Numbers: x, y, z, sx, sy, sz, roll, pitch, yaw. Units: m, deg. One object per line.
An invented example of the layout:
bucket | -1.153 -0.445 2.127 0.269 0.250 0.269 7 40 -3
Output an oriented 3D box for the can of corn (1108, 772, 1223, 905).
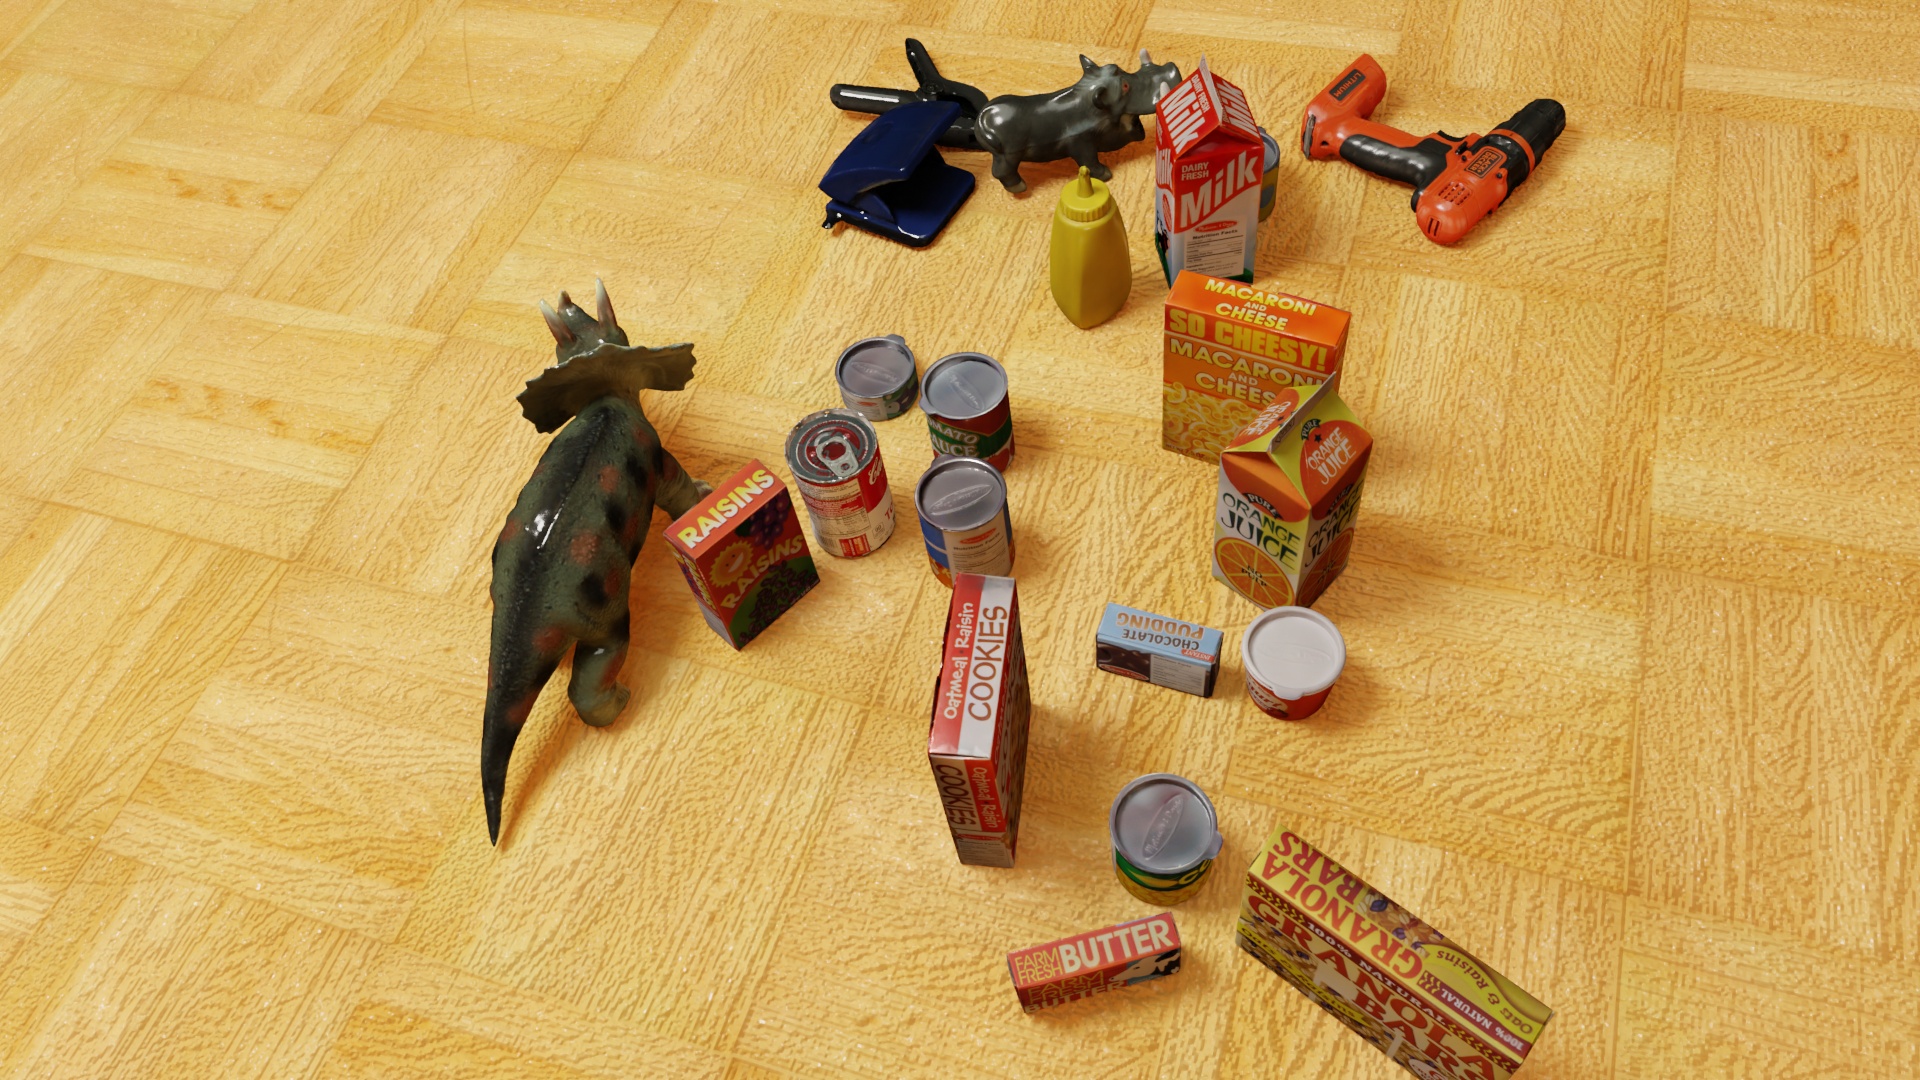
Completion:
can of corn | 0.130 0.190 0.875 0.071 0.058 0.071 -3 55 5

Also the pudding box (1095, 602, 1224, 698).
pudding box | 0.137 0.076 0.959 0.084 0.049 0.030 14 58 16

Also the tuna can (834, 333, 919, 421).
tuna can | -0.067 -0.134 1.141 0.071 0.032 0.071 -3 55 5

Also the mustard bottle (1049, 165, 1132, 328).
mustard bottle | 0.103 -0.242 1.117 0.065 0.159 0.049 -31 58 -14

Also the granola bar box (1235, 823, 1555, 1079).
granola bar box | 0.236 0.245 0.784 0.166 0.123 0.039 33 66 26

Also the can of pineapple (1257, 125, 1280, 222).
can of pineapple | 0.245 -0.317 1.213 0.071 0.057 0.071 -3 55 5

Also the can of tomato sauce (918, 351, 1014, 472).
can of tomato sauce | 0.006 -0.093 1.072 0.071 0.082 0.071 -3 55 5

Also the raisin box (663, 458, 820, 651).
raisin box | -0.154 0.012 0.995 0.086 0.122 0.040 -41 60 -19

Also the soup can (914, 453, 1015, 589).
soup can | 0.004 -0.013 1.016 0.071 0.083 0.072 -3 55 5

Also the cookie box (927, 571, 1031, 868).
cookie box | 0.015 0.116 0.874 0.040 0.166 0.123 3 56 9

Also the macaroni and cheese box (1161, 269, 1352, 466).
macaroni and cheese box | 0.210 -0.114 1.010 0.124 0.165 0.040 19 60 19

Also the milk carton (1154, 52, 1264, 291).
milk carton | 0.199 -0.293 1.121 0.073 0.189 0.072 -10 55 1

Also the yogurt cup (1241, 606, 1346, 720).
yogurt cup | 0.223 0.086 0.938 0.072 0.053 0.073 -3 55 5

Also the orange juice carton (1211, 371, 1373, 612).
orange juice carton | 0.222 -0.031 0.935 0.073 0.191 0.072 36 67 27

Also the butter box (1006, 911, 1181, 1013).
butter box | 0.081 0.255 0.839 0.103 0.053 0.024 -14 55 -2
